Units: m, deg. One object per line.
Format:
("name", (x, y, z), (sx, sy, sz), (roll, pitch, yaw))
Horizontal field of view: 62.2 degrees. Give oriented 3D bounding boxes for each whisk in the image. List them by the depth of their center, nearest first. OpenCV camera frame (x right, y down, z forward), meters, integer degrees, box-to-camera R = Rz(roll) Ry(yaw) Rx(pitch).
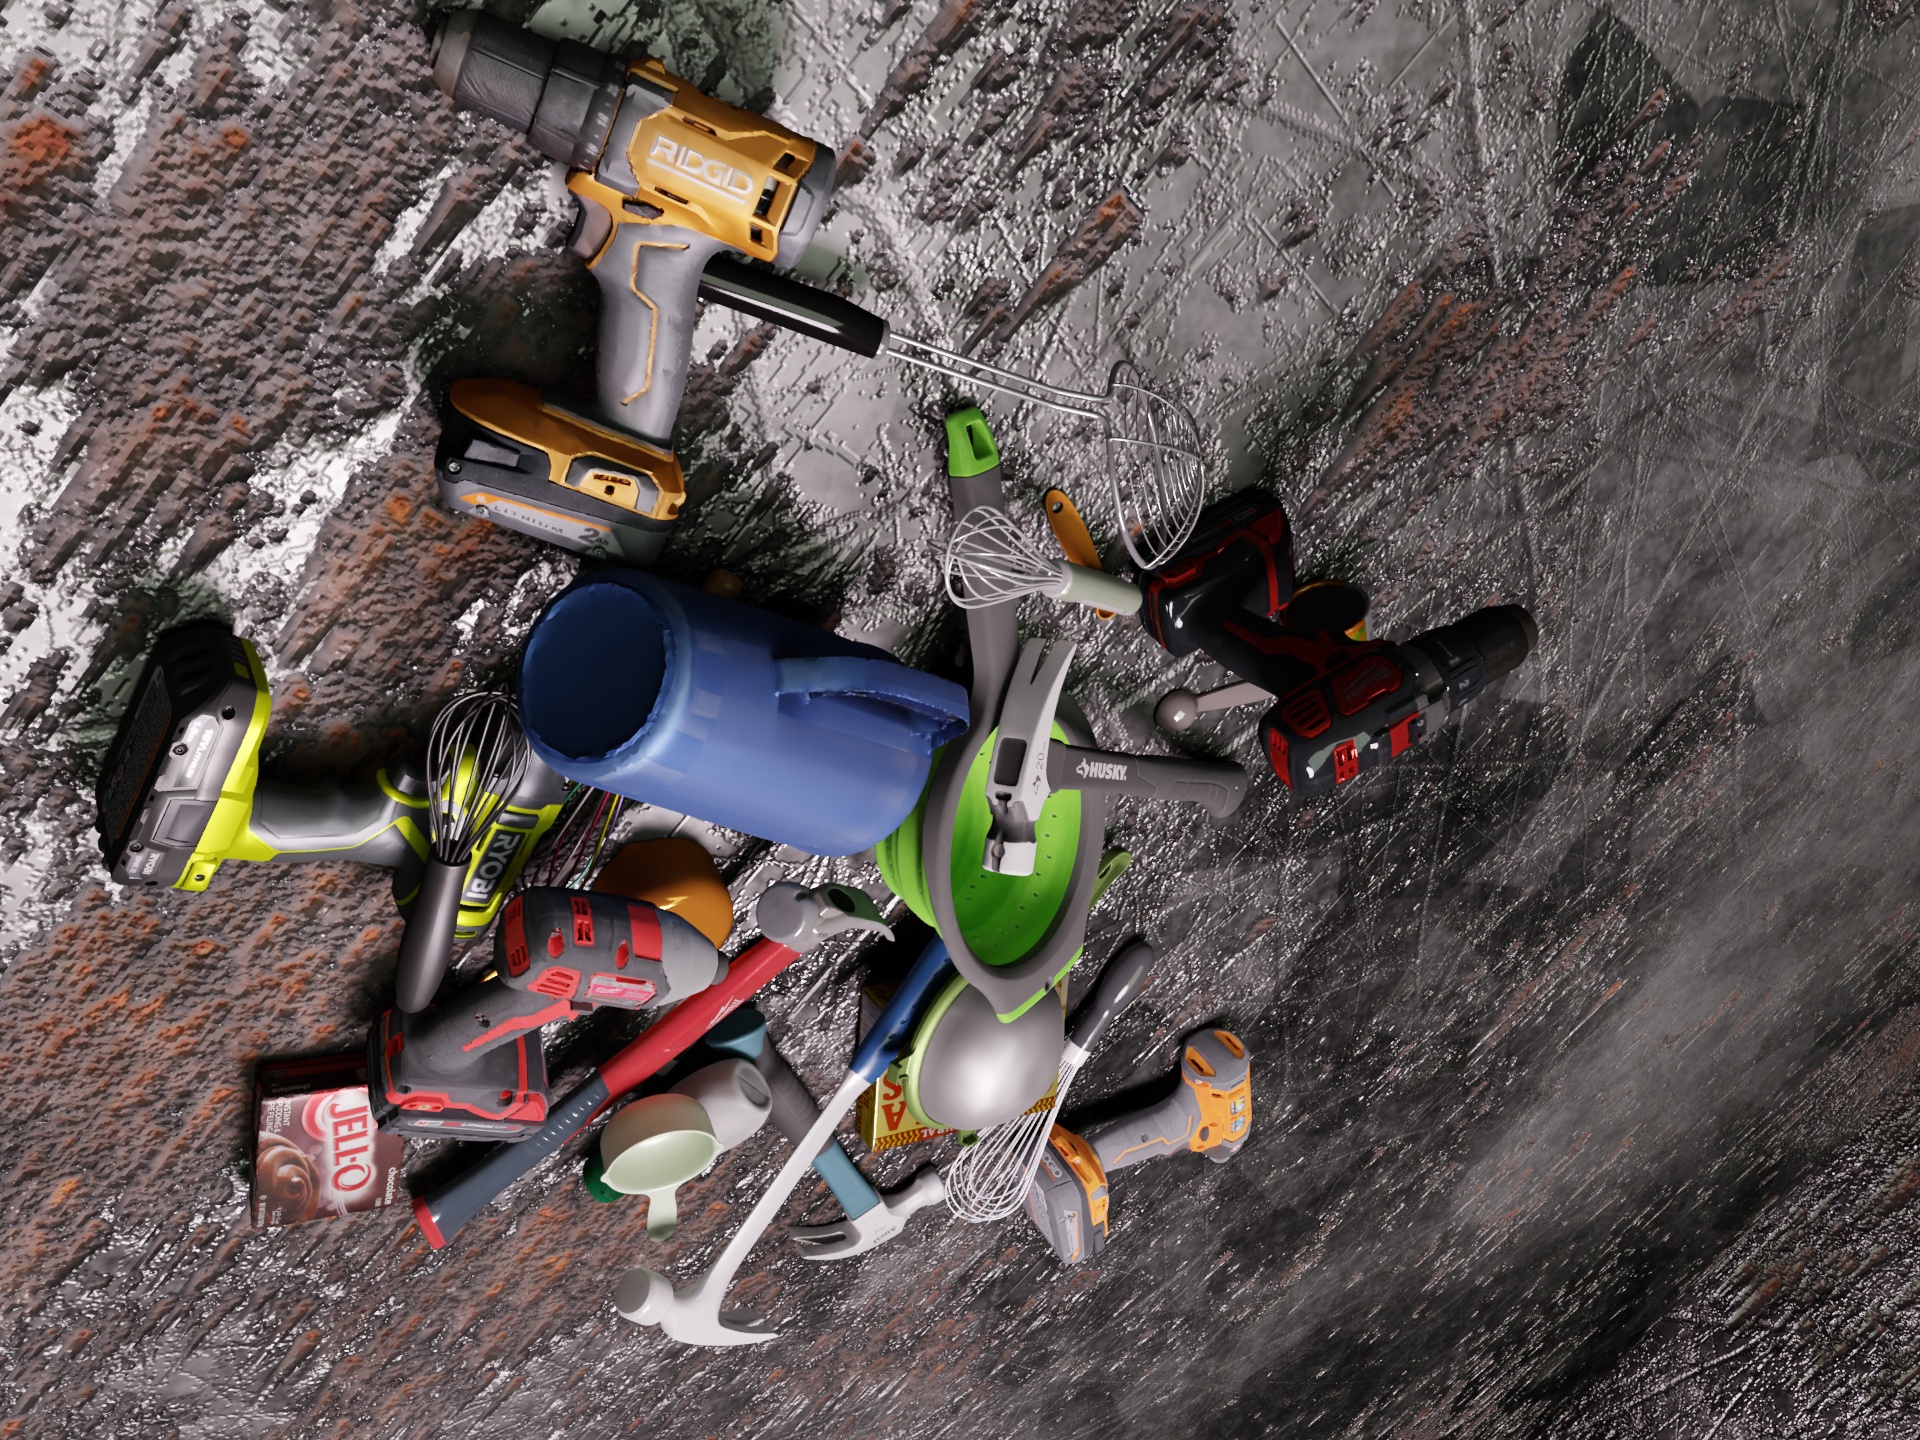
("whisk", (-0.273, 0.075, 0.854), (0.055, 0.055, 0.238), (2, 128, -33))
("whisk", (-0.198, 0.017, 0.952), (0.051, 0.047, 0.245), (24, 104, -40))
("whisk", (0.054, -0.087, 0.969), (0.246, 0.058, 0.059), (6, 98, -60))
("whisk", (0.077, 0.302, 1.328), (0.070, 0.070, 0.284), (26, 100, -42))

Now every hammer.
("hammer", (-0.216, 0.236, 1.075), (0.386, 0.038, 0.143), (-39, 158, 12))
("hammer", (0.121, 0.032, 1.101), (0.334, 0.035, 0.146), (8, 90, -56))
("hammer", (-0.076, 0.264, 1.134), (0.405, 0.035, 0.143), (-54, 138, -11))
("hammer", (-0.115, 0.324, 1.242), (0.128, 0.033, 0.330), (-32, 134, -9))

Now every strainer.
("strainer", (0.065, 0.205, 1.174), (0.256, 0.069, 0.151), (-51, 141, -14))

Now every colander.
("colander", (-0.002, -0.003, 1.030), (0.204, 0.094, 0.396), (-33, 122, -49))

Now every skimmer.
("skimmer", (-0.004, -0.184, 0.911), (0.363, 0.127, 0.090), (14, 156, -26))

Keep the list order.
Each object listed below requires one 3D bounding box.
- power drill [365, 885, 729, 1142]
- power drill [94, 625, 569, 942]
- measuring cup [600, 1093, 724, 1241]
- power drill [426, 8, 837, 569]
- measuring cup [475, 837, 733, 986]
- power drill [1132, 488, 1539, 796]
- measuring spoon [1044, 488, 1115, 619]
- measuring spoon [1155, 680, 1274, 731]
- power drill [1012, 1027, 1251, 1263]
("power drill", (-0.248, 0.175, 0.956), (0.143, 0.079, 0.219), (18, 135, -43))
("power drill", (-0.327, 0.032, 0.863), (0.223, 0.080, 0.171), (15, 115, -43))
("measuring cup", (-0.210, 0.311, 1.099), (0.083, 0.038, 0.167), (-10, 142, -20))
("power drill", (-0.184, -0.205, 0.759), (0.185, 0.084, 0.226), (19, 112, -22))
("measuring cup", (-0.227, 0.146, 1.022), (0.173, 0.052, 0.095), (-29, 133, -13))
("power drill", (0.237, -0.062, 1.034), (0.188, 0.227, 0.080), (-28, 133, -11))
("measuring spoon", (0.079, -0.110, 1.054), (0.021, 0.011, 0.116), (-39, 131, -8))
("measuring spoon", (0.202, -0.014, 1.195), (0.124, 0.018, 0.034), (-13, 129, -24))
("power drill", (0.167, 0.389, 1.435), (0.226, 0.084, 0.164), (-27, 134, -17))
